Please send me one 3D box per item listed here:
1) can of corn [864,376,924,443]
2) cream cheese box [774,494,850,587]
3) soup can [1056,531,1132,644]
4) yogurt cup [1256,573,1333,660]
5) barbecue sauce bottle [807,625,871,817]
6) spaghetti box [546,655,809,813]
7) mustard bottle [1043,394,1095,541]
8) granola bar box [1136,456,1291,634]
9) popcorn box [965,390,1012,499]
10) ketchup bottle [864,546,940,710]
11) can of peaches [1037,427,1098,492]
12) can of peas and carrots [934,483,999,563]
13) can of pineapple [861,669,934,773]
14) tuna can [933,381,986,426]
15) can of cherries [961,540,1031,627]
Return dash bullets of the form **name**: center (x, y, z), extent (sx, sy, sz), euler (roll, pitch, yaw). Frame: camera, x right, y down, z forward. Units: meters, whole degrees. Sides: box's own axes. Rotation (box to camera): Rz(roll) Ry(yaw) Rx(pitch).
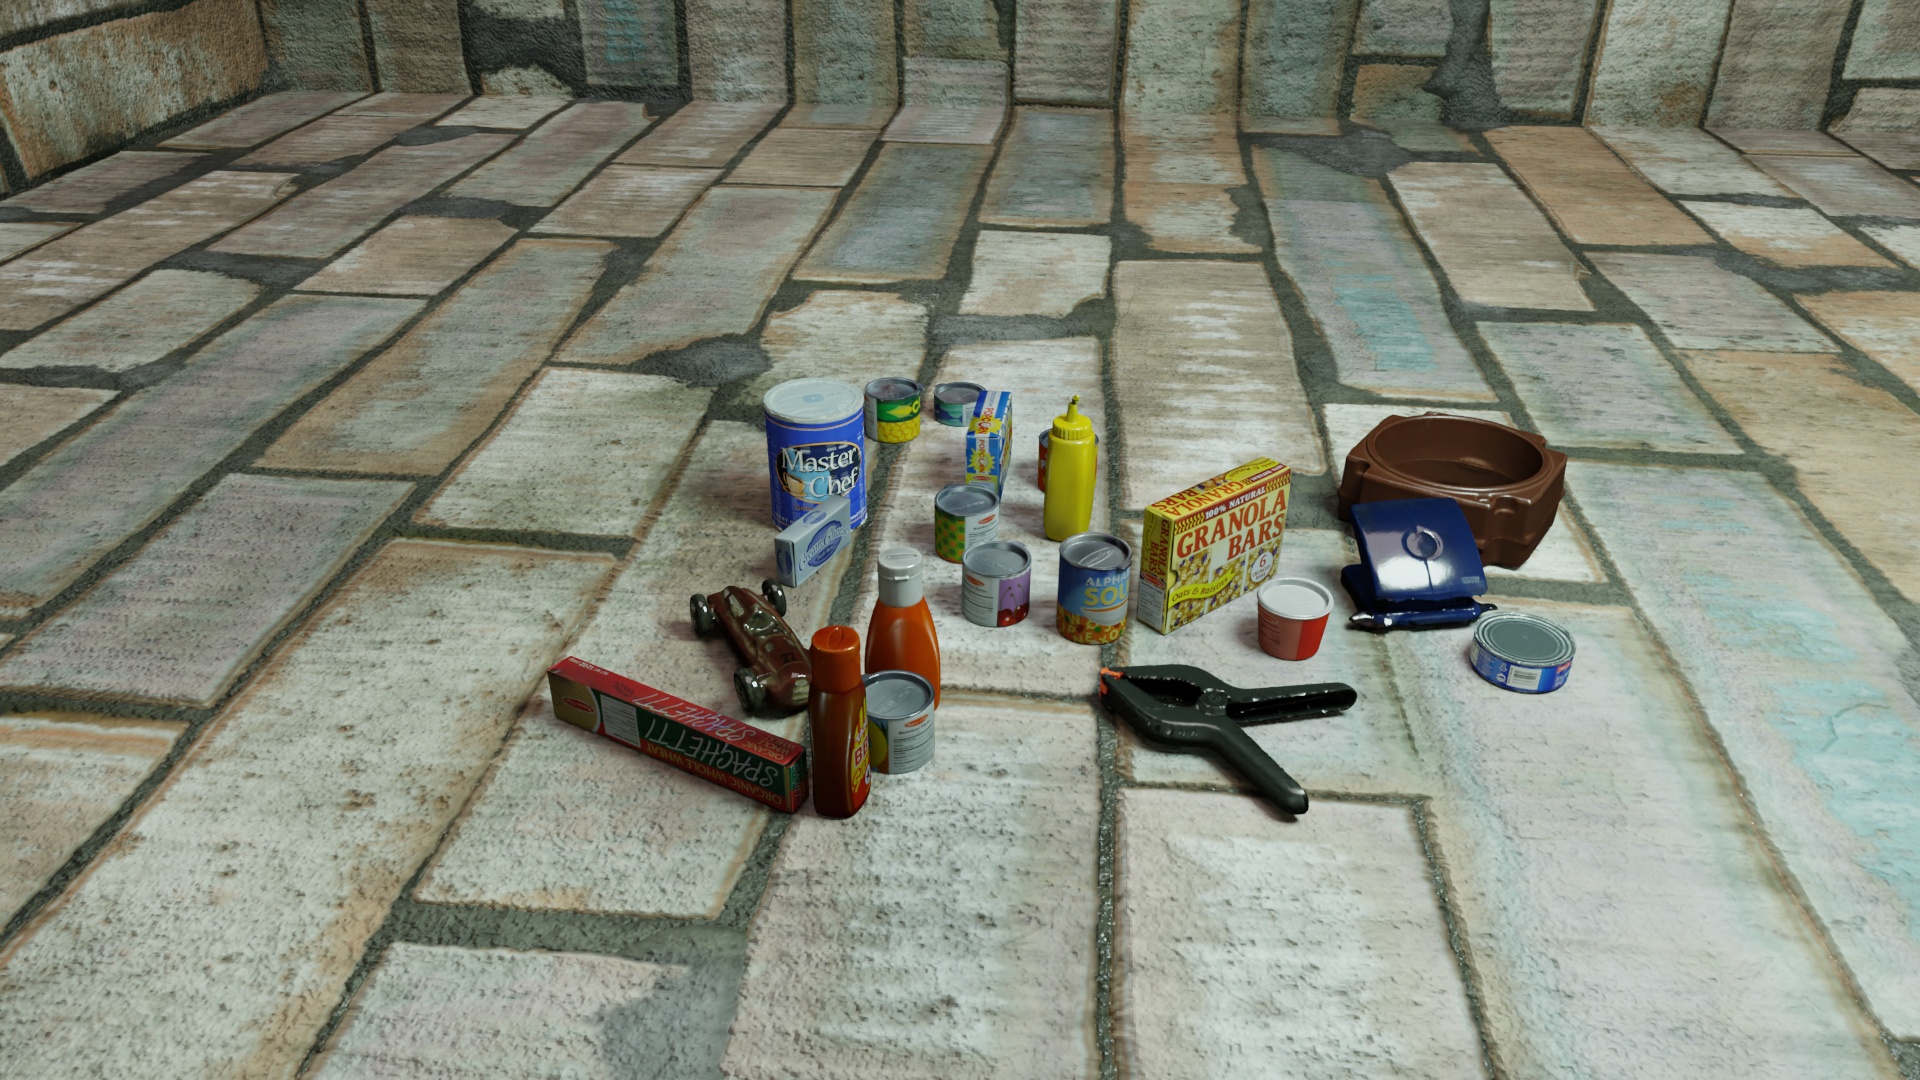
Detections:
- **can of corn**: center (-0.078, -0.155, 1.654), extent (0.071, 0.058, 0.071), euler (0, 30, 0)
- **cream cheese box**: center (-0.146, 0.000, 1.387), extent (0.024, 0.053, 0.104), euler (15, 33, 25)
- **soup can**: center (0.124, 0.046, 1.278), extent (0.071, 0.083, 0.072), euler (0, 30, 0)
- **yogurt cup**: center (0.301, 0.073, 1.262), extent (0.072, 0.053, 0.073), euler (0, 30, 0)
- **barbecue sauce bottle**: center (-0.093, 0.135, 1.055), extent (0.044, 0.147, 0.065), euler (5, 30, 8)
- **spaghetti box**: center (-0.230, 0.154, 1.120), extent (0.250, 0.050, 0.029), euler (16, 33, 26)
- **mustard bottle**: center (0.112, -0.078, 1.418), extent (0.049, 0.159, 0.065), euler (8, 30, 14)
- **granola bar box**: center (0.241, 0.003, 1.313), extent (0.166, 0.123, 0.039), euler (-22, 36, -34)
- **popcorn box**: center (0.032, -0.103, 1.537), extent (0.038, 0.084, 0.127), euler (4, 30, 7)
- **ketchup bottle**: center (-0.049, 0.078, 1.156), extent (0.065, 0.148, 0.044), euler (-3, 30, -6)
- **can of peaches**: center (0.117, -0.086, 1.534), extent (0.071, 0.057, 0.071), euler (0, 30, 0)
- **can of peas and carrots**: center (0.005, -0.018, 1.413), extent (0.071, 0.058, 0.071), euler (0, 30, 0)
- **can of pineapple**: center (-0.054, 0.146, 1.127), extent (0.071, 0.057, 0.071), euler (0, 30, 0)
- **tuna can**: center (-0.002, -0.168, 1.701), extent (0.071, 0.032, 0.071), euler (0, 30, 0)
- **can of cherries**: center (0.036, 0.040, 1.313), extent (0.071, 0.058, 0.072), euler (0, 30, 0)
